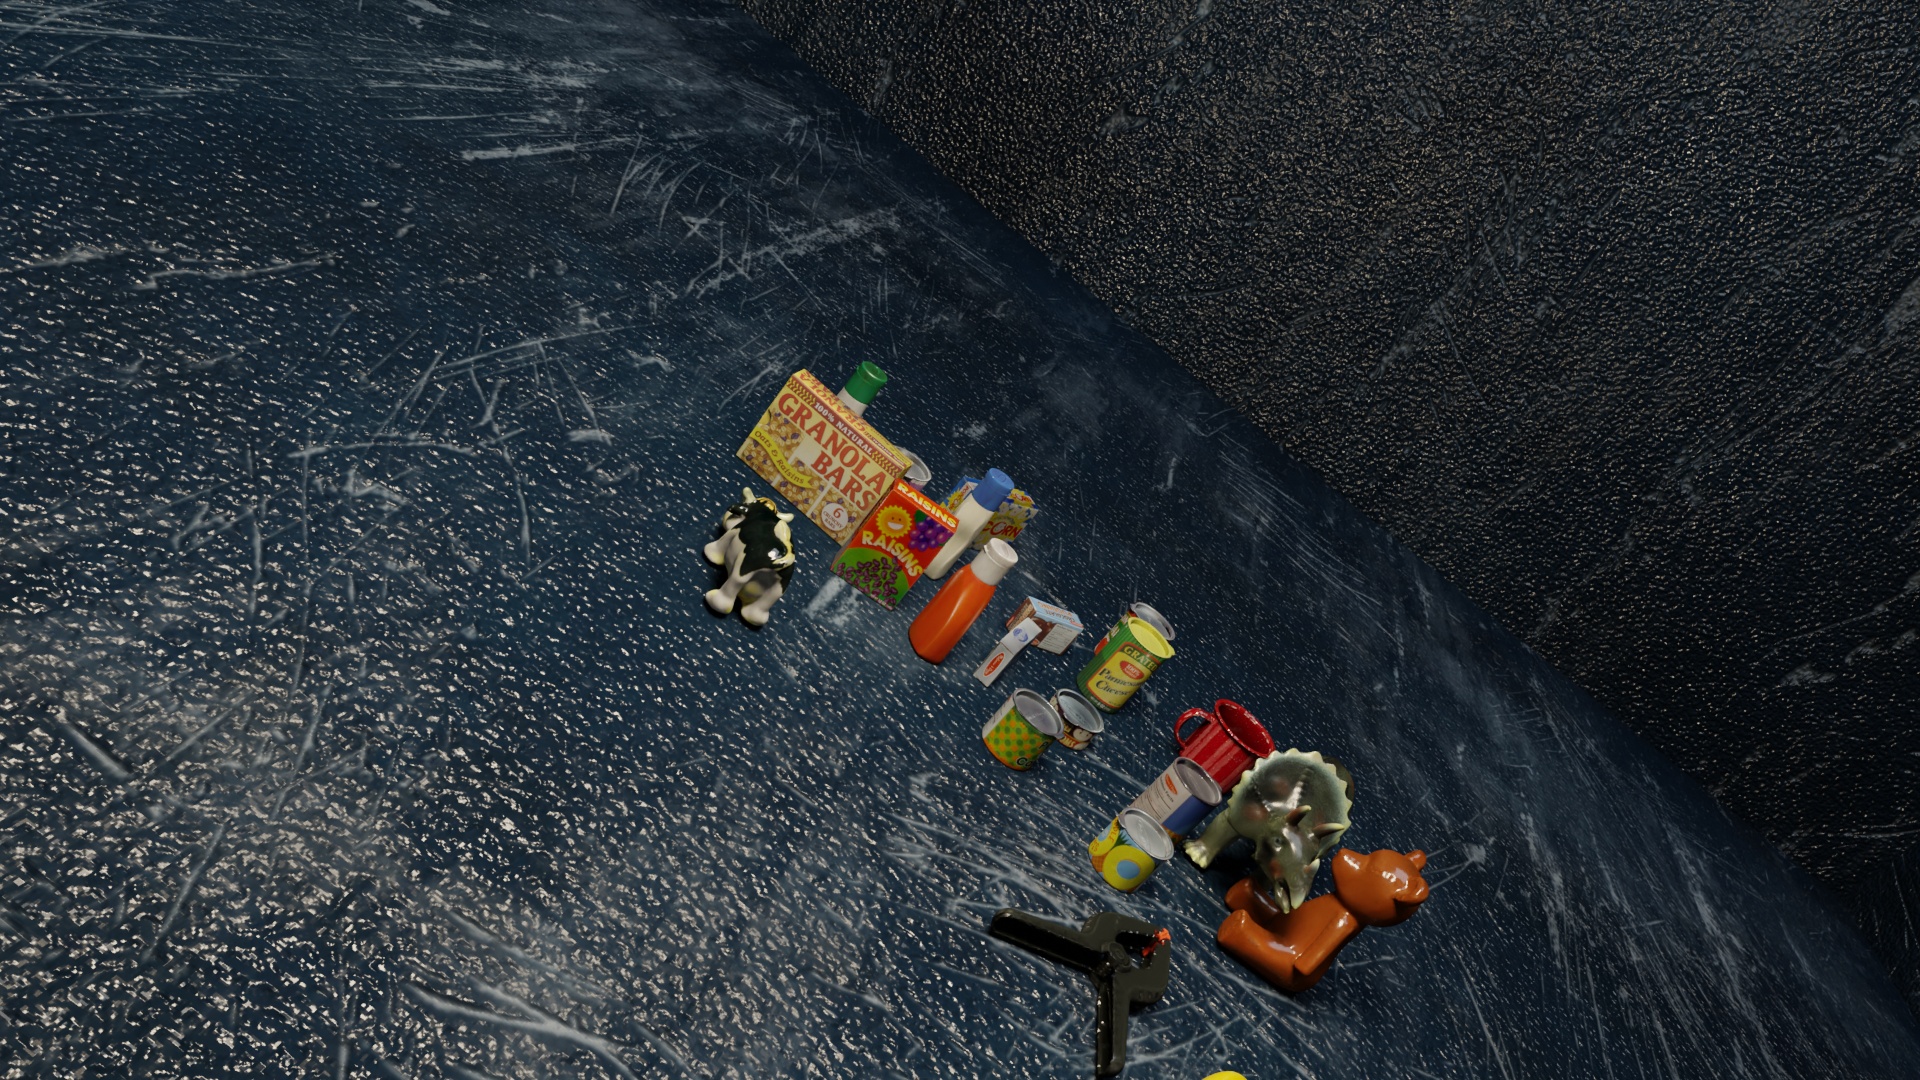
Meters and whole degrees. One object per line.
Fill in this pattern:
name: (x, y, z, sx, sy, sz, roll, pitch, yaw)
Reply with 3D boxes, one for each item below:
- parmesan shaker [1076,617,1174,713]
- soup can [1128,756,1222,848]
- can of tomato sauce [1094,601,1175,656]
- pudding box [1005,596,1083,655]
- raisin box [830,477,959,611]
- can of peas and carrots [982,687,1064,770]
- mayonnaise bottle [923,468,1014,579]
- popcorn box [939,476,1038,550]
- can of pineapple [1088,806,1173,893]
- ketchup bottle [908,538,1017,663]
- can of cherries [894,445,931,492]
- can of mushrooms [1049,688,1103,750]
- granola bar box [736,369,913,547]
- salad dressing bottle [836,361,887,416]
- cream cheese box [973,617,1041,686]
parmesan shaker: (0.198, 0.152, 1.668, 0.071, 0.102, 0.071, 32, 24, -16)
soup can: (0.232, 0.287, 1.501, 0.071, 0.083, 0.072, 32, 24, -16)
can of tomato sauce: (0.219, 0.129, 1.765, 0.071, 0.082, 0.071, 32, 24, -16)
pudding box: (0.102, 0.104, 1.683, 0.083, 0.049, 0.030, 21, 29, -35)
raisin box: (-0.072, 0.005, 1.516, 0.086, 0.123, 0.040, 35, 23, -9)
can of peas and carrots: (0.067, 0.199, 1.449, 0.071, 0.058, 0.071, 32, 24, -16)
mayonnaise bottle: (0.006, -0.021, 1.643, 0.041, 0.147, 0.065, 40, 23, 1)
popcorn box: (0.028, -0.031, 1.773, 0.127, 0.085, 0.038, 12, 35, -47)
can of pineapple: (0.170, 0.311, 1.399, 0.071, 0.057, 0.071, 32, 24, -16)
ketchup bottle: (0.003, 0.062, 1.490, 0.043, 0.148, 0.065, 27, 26, -26)
can of cherries: (-0.080, -0.075, 1.728, 0.071, 0.058, 0.072, 32, 24, -16)
can of mushrooms: (0.124, 0.201, 1.560, 0.071, 0.033, 0.071, 32, 24, -16)
granola bar box: (-0.154, -0.093, 1.569, 0.165, 0.123, 0.039, 41, 23, 4)
salad dressing bottle: (-0.143, -0.146, 1.654, 0.044, 0.147, 0.064, 35, 23, -10)
cream cheese box: (0.054, 0.125, 1.569, 0.024, 0.053, 0.104, 42, 23, 7)
